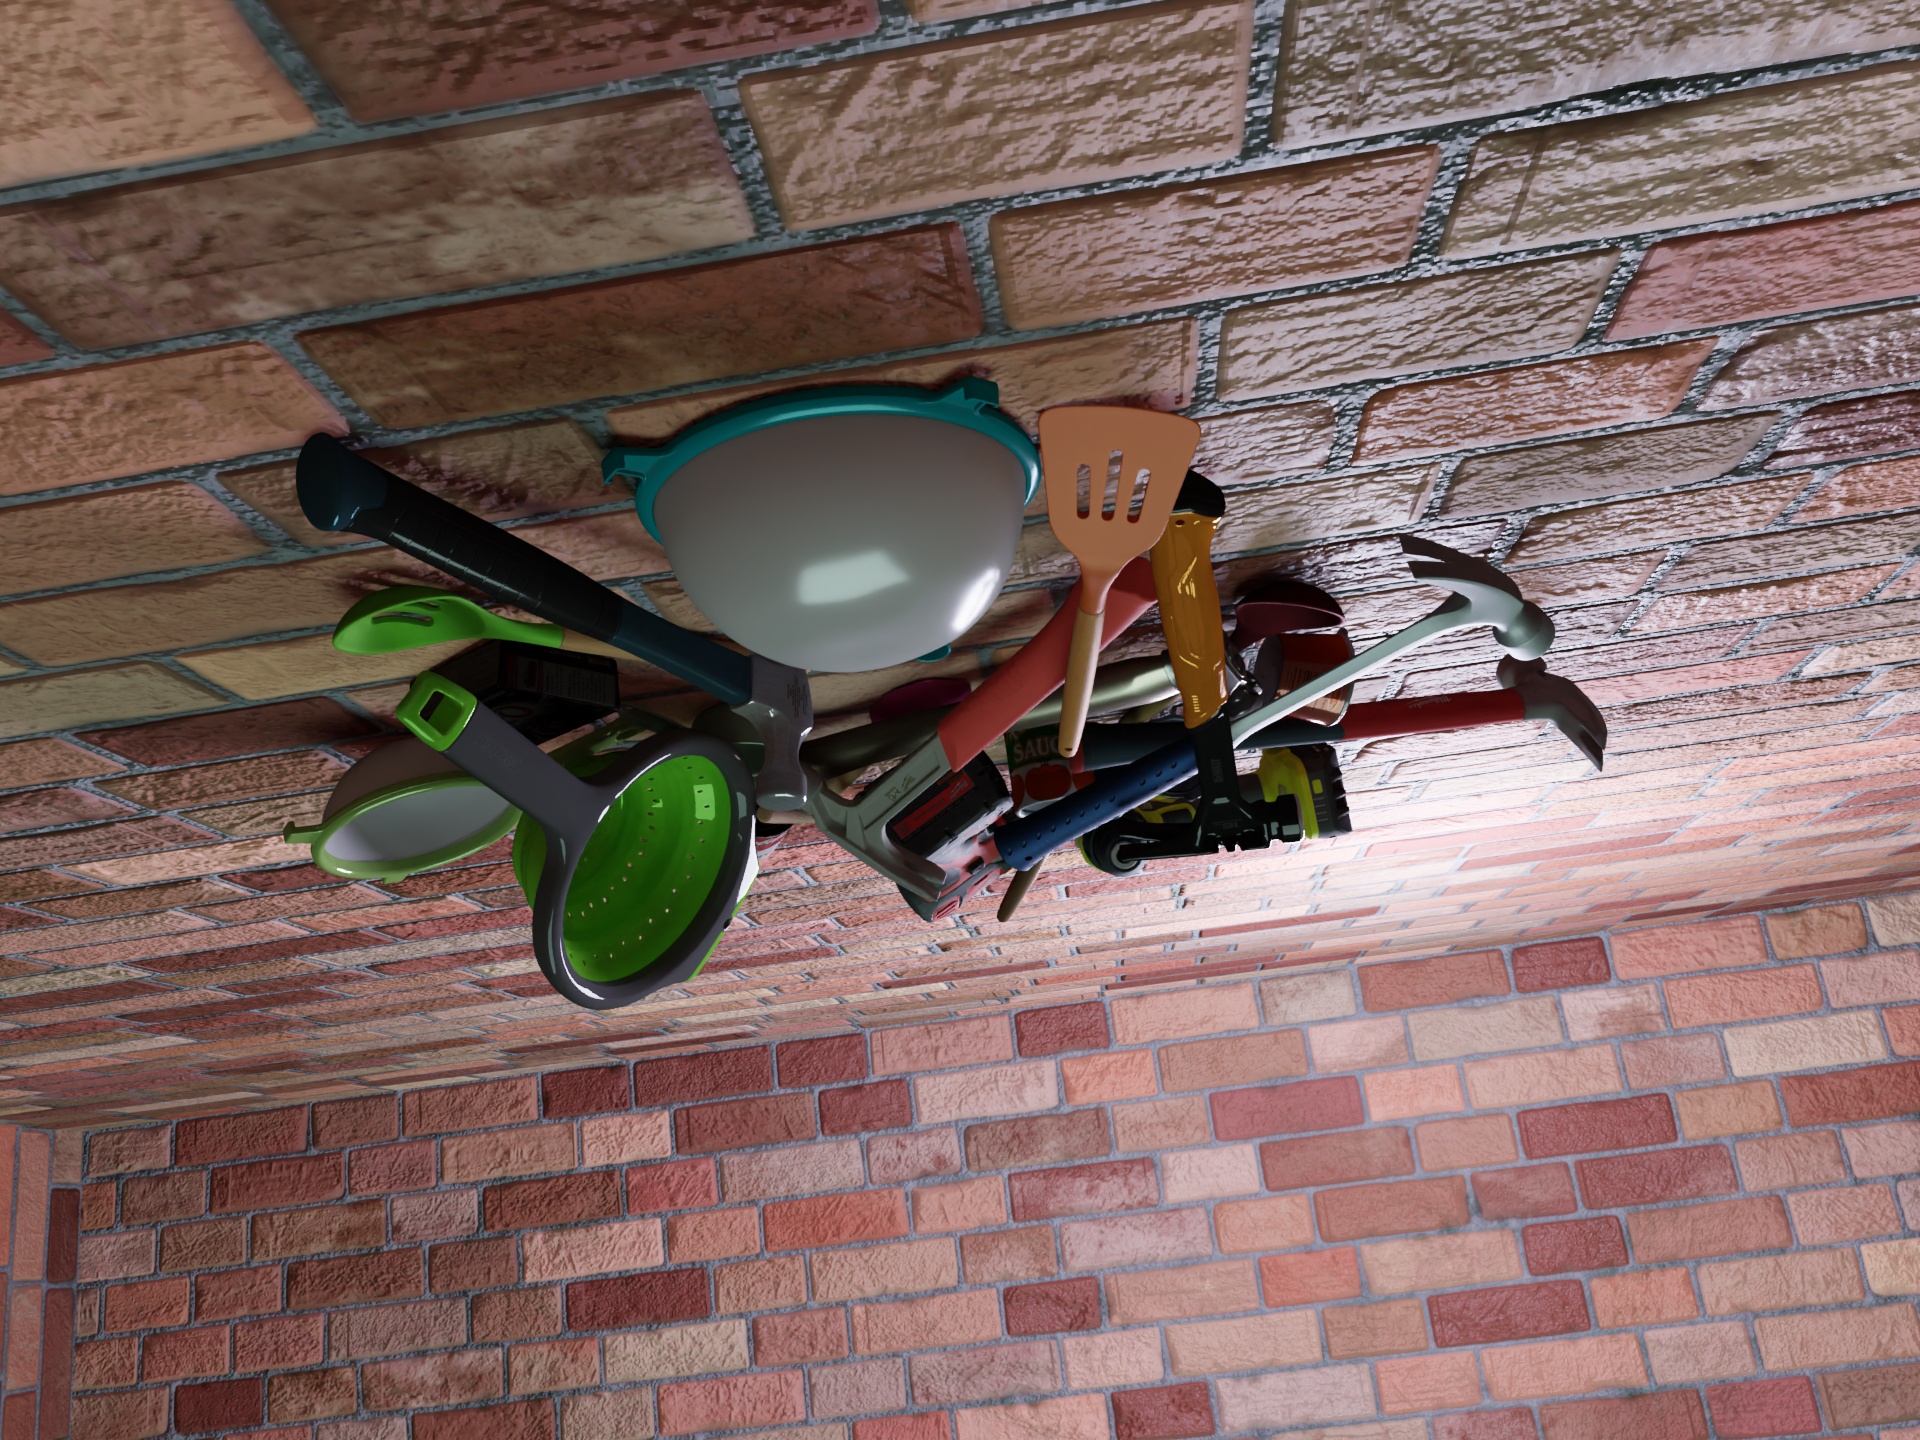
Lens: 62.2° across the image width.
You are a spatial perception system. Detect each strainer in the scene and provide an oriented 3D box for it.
[{"bbox_3d":[-0.046,-0.062,0.878,0.211,0.095,0.340,-10,161,8],"label":"strainer"},{"bbox_3d":[-0.344,0.029,1.134,0.256,0.069,0.151,-25,160,1],"label":"strainer"}]

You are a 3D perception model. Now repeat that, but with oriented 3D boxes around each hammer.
[{"bbox_3d":[0.141,-0.021,0.978,0.127,0.034,0.336,-7,140,9],"label":"hammer"},{"bbox_3d":[-0.194,-0.058,0.832,0.033,0.128,0.330,-19,150,32],"label":"hammer"},{"bbox_3d":[0.019,0.006,1.078,0.149,0.037,0.359,35,135,-14],"label":"hammer"},{"bbox_3d":[-0.002,-0.004,1.142,0.410,0.038,0.146,-14,147,26],"label":"hammer"},{"bbox_3d":[0.273,0.010,1.180,0.386,0.143,0.038,-6,118,-4],"label":"hammer"},{"bbox_3d":[0.183,0.004,1.070,0.405,0.035,0.144,-31,140,31],"label":"hammer"}]

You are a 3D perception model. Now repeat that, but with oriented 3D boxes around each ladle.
[{"bbox_3d":[0.181,-0.040,1.153,0.069,0.031,0.315,13,160,-14],"label":"ladle"}]

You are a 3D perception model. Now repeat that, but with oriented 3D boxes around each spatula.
[{"bbox_3d":[0.074,-0.062,0.909,0.081,0.041,0.322,5,153,1],"label":"spatula"},{"bbox_3d":[0.081,0.110,1.358,0.044,0.082,0.317,18,148,-3],"label":"spatula"}]

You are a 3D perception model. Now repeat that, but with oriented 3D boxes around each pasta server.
[{"bbox_3d":[-0.100,0.079,1.302,0.040,0.060,0.316,-48,166,10],"label":"pasta server"}]

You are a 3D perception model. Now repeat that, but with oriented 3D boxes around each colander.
[{"bbox_3d":[-0.265,0.055,1.037,0.094,0.204,0.396,23,164,26],"label":"colander"}]

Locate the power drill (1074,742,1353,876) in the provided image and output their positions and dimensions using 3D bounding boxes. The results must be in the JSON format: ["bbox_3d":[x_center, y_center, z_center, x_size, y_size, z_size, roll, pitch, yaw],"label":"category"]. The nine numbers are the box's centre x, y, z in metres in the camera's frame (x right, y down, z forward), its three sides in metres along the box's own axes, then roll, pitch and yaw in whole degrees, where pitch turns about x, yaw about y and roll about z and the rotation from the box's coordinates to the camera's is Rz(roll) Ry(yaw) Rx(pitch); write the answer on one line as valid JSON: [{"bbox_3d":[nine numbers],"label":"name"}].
[{"bbox_3d":[0.210,0.081,1.364,0.228,0.080,0.190,-13,-175,1],"label":"power drill"}]

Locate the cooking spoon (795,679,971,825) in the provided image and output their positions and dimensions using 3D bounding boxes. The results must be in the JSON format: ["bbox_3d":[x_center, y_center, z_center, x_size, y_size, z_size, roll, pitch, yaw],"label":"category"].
[{"bbox_3d":[-0.077,0.030,1.282,0.068,0.017,0.319,2,158,-26],"label":"cooking spoon"}]

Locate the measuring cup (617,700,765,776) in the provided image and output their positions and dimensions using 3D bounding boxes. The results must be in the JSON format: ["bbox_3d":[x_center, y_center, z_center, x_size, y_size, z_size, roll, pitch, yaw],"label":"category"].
[{"bbox_3d":[-0.185,0.000,1.127,0.083,0.038,0.167,-16,154,29],"label":"measuring cup"}]

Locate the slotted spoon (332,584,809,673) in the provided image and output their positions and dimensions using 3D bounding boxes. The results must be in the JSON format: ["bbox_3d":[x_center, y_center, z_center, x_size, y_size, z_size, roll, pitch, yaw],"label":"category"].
[{"bbox_3d":[-0.222,-0.048,0.968,0.313,0.031,0.070,5,153,-40],"label":"slotted spoon"}]

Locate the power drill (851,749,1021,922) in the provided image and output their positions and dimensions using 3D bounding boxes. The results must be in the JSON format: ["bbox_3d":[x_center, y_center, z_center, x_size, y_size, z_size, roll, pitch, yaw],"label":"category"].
[{"bbox_3d":[0.014,0.082,1.342,0.188,0.080,0.226,-36,158,-2],"label":"power drill"}]
